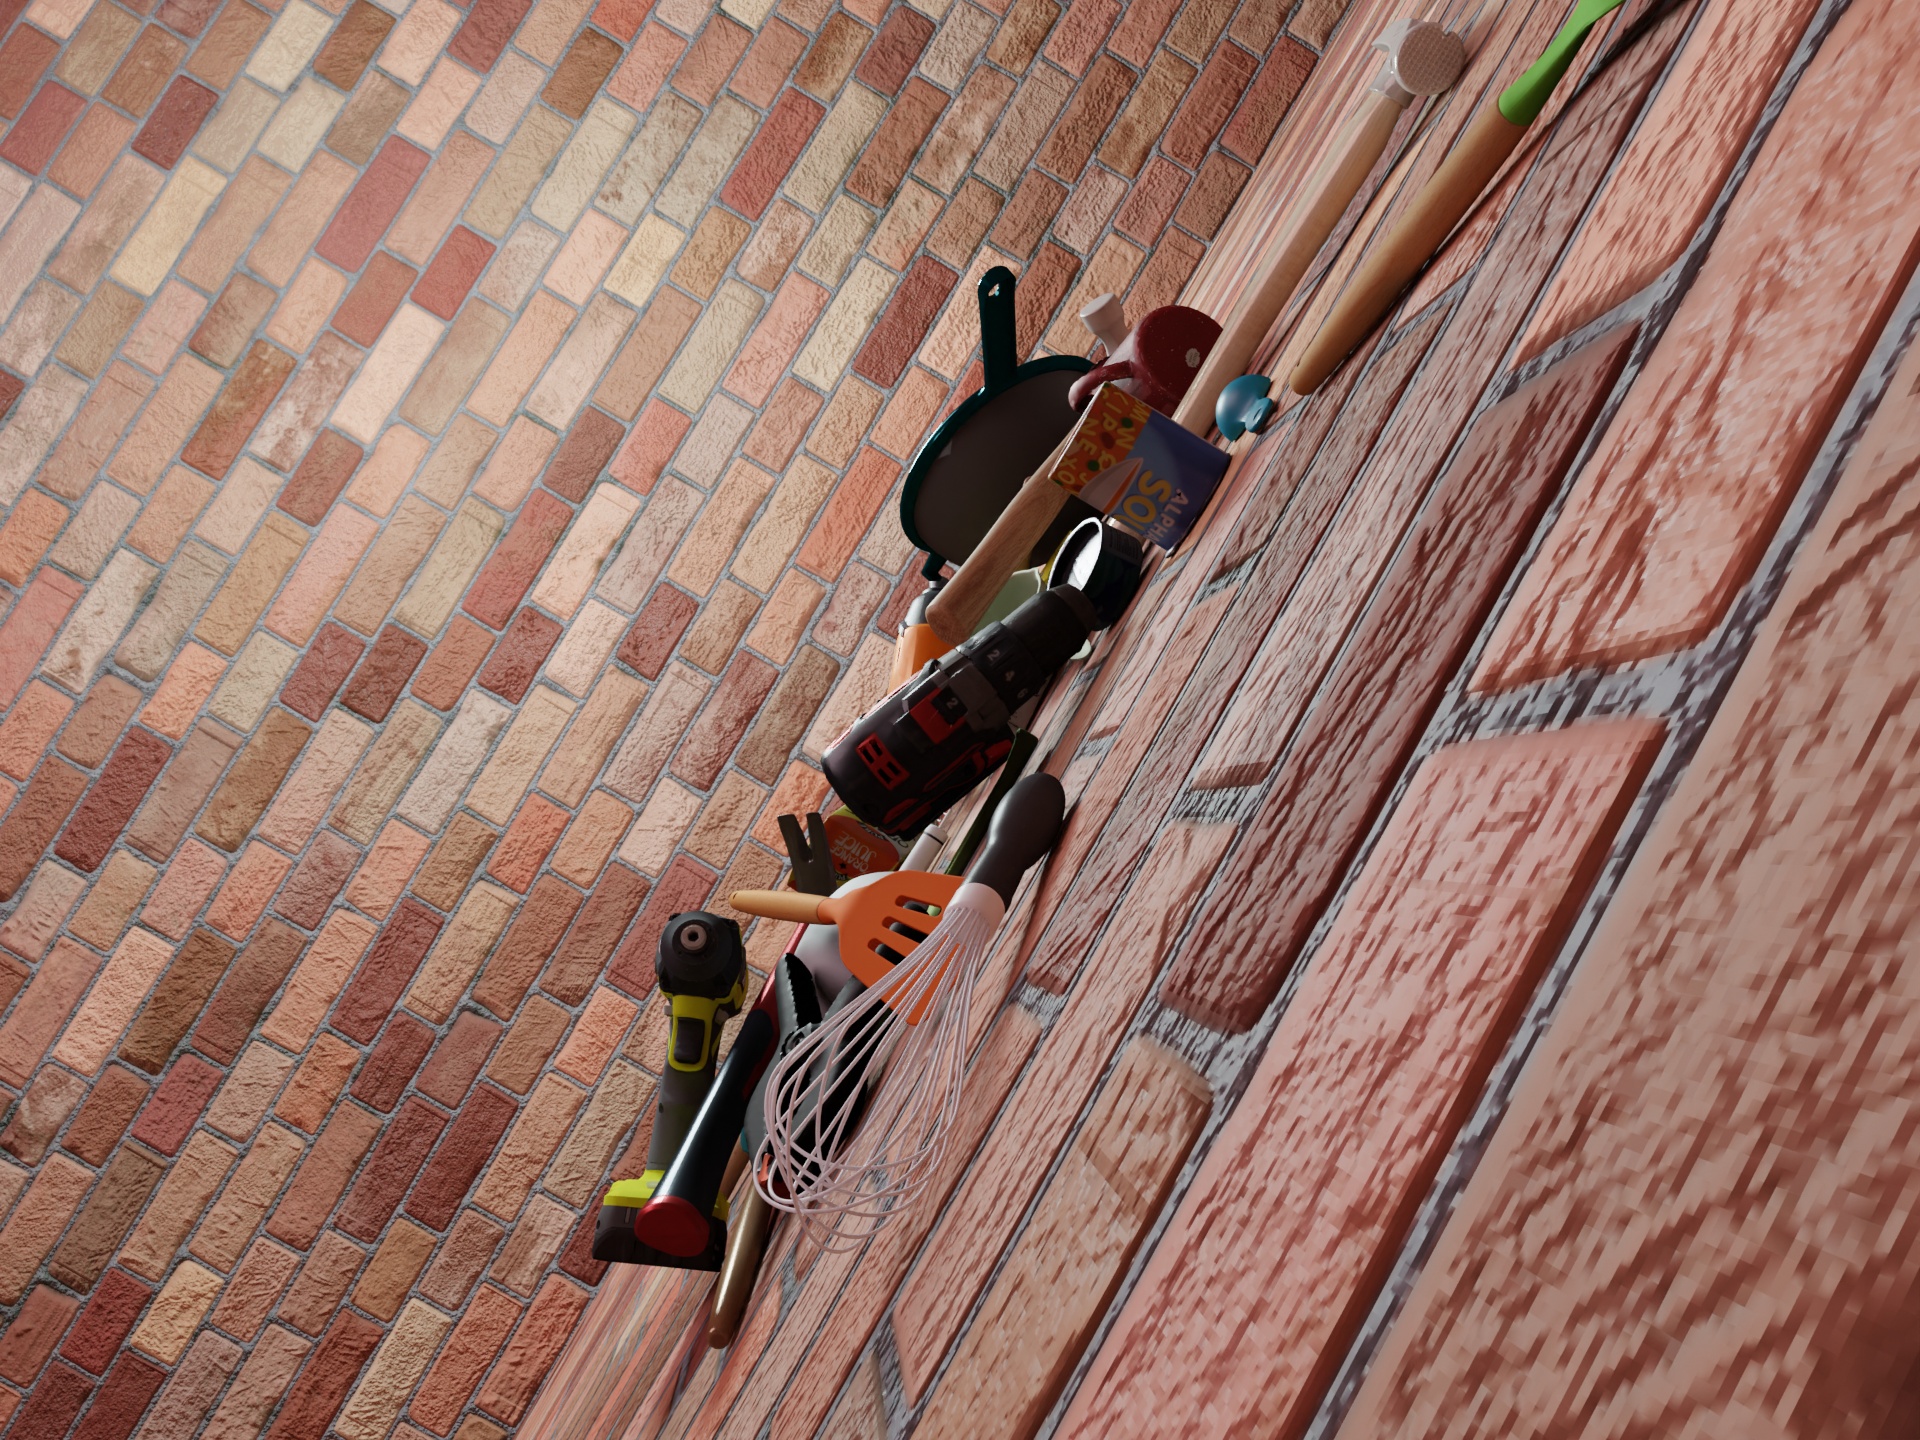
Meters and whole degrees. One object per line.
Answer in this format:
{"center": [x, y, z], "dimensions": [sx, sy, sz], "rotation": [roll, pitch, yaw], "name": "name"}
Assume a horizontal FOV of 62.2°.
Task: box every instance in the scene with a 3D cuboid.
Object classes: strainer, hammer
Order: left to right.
{"center": [-0.128, 0.187, 0.991], "dimensions": [0.386, 0.038, 0.143], "rotation": [-67, -30, -71], "name": "hammer"}
{"center": [-0.078, 0.176, 1.241], "dimensions": [0.258, 0.050, 0.086], "rotation": [-57, -12, -11], "name": "strainer"}
{"center": [-0.041, 0.104, 0.979], "dimensions": [0.256, 0.069, 0.151], "rotation": [-60, 2, 14], "name": "strainer"}
{"center": [0.057, -0.216, 1.249], "dimensions": [0.211, 0.095, 0.340], "rotation": [-33, -22, -11], "name": "strainer"}
{"center": [0.067, -0.167, 1.134], "dimensions": [0.031, 0.130, 0.331], "rotation": [-9, 36, 44], "name": "hammer"}
{"center": [0.179, -0.245, 1.017], "dimensions": [0.410, 0.038, 0.146], "rotation": [-59, 6, 23], "name": "hammer"}

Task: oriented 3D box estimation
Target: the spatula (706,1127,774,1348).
{"center": [-0.131, 0.285, 0.955], "dimensions": [0.317, 0.044, 0.082], "rotation": [-88, 4, -81], "name": "spatula"}

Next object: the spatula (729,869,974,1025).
{"center": [-0.075, 0.112, 0.894], "dimensions": [0.081, 0.041, 0.322], "rotation": [-57, 17, -17], "name": "spatula"}

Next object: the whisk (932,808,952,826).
{"center": [-0.028, 0.039, 1.290], "dimensions": [0.246, 0.059, 0.058], "rotation": [95, 161, -71], "name": "whisk"}

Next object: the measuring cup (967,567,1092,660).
{"center": [0.056, -0.056, 1.097], "dimensions": [0.083, 0.038, 0.168], "rotation": [-46, 29, -6], "name": "measuring cup"}

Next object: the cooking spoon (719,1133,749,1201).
{"center": [-0.152, 0.301, 1.283], "dimensions": [0.017, 0.068, 0.319], "rotation": [33, 97, 43], "name": "cooking spoon"}

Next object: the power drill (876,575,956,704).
{"center": [-0.036, -0.018, 1.454], "dimensions": [0.226, 0.084, 0.164], "rotation": [104, 175, -63], "name": "power drill"}

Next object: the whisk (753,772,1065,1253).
{"center": [-0.005, 0.096, 0.628], "dimensions": [0.070, 0.070, 0.285], "rotation": [-58, -2, 34], "name": "whisk"}

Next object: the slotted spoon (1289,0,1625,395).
{"center": [0.190, -0.206, 0.585], "dimensions": [0.070, 0.031, 0.313], "rotation": [-59, 1, -24], "name": "slotted spoon"}

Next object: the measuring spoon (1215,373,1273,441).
{"center": [0.156, -0.175, 0.883], "dimensions": [0.042, 0.021, 0.129], "rotation": [-59, 1, 14], "name": "measuring spoon"}

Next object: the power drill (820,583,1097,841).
{"center": [-0.002, -0.003, 1.017], "dimensions": [0.188, 0.080, 0.226], "rotation": [-39, -4, -7], "name": "power drill"}

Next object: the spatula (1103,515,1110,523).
{"center": [0.065, -0.063, 1.402], "dimensions": [0.315, 0.018, 0.060], "rotation": [-59, 13, 32], "name": "spatula"}

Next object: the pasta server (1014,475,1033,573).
{"center": [0.035, -0.103, 1.295], "dimensions": [0.316, 0.040, 0.060], "rotation": [99, 180, -63], "name": "pasta server"}

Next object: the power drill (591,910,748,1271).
{"center": [-0.183, 0.241, 1.045], "dimensions": [0.171, 0.080, 0.223], "rotation": [104, 171, -69], "name": "power drill"}
